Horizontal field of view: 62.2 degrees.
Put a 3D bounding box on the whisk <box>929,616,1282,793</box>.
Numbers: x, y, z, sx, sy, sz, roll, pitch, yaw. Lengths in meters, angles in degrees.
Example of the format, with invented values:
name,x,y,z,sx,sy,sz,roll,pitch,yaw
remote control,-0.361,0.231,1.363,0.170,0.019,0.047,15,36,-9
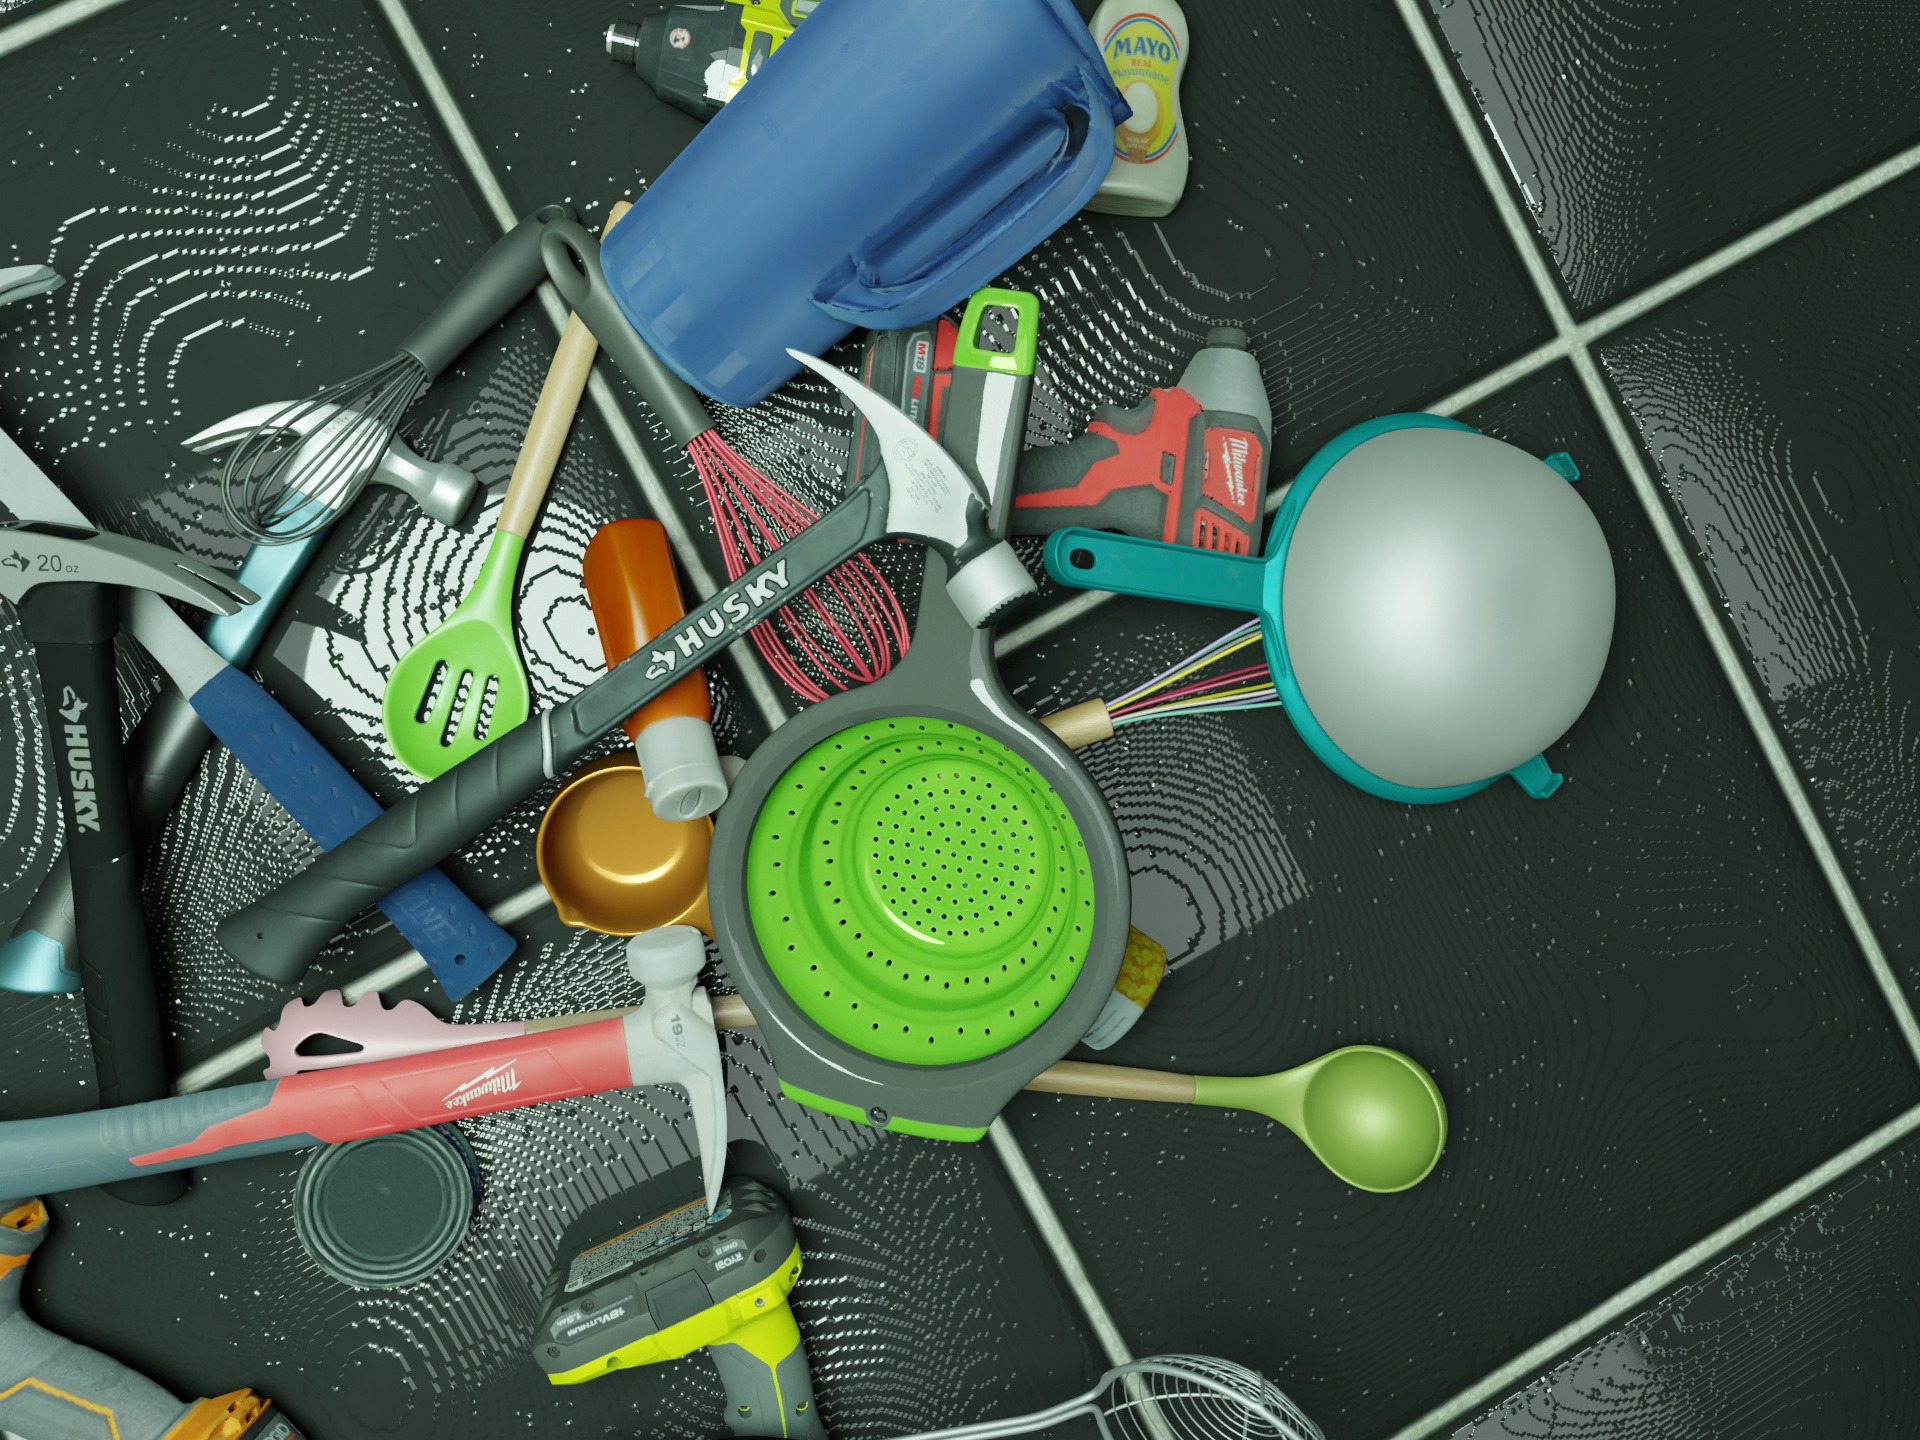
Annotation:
name,x,y,z,sx,sy,sz,roll,pitch,yaw
whisk,0.100,-0.006,0.854,0.245,0.047,0.051,-19,84,-3

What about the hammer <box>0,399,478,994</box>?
name,x,y,z,sx,sy,sz,roll,pitch,yaw
hammer,-0.378,-0.010,0.788,0.128,0.033,0.331,30,86,-8

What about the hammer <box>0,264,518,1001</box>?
name,x,y,z,sx,sy,sz,roll,pitch,yaw
hammer,-0.359,-0.030,0.754,0.144,0.035,0.405,-42,101,-7

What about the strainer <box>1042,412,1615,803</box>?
name,x,y,z,sx,sy,sz,roll,pitch,yaw
strainer,0.209,-0.066,0.795,0.340,0.095,0.211,5,87,-26

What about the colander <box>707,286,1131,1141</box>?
name,x,y,z,sx,sy,sz,roll,pitch,yaw
colander,-0.001,-0.002,0.771,0.204,0.094,0.397,11,101,11

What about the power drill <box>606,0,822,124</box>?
name,x,y,z,sx,sy,sz,roll,pitch,yaw
power drill,-0.078,-0.409,0.810,0.171,0.080,0.223,11,92,-9

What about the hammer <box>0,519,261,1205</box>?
name,x,y,z,sx,sy,sz,roll,pitch,yaw
hammer,-0.391,0.075,0.738,0.146,0.035,0.334,2,107,0

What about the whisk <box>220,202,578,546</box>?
name,x,y,z,sx,sy,sz,roll,pitch,yaw
whisk,-0.268,-0.176,0.777,0.055,0.055,0.239,39,67,-6

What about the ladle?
name,x,y,z,sx,sy,sz,roll,pitch,yaw
ladle,0.100,0.198,0.846,0.320,0.062,0.078,7,96,-5

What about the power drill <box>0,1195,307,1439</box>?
name,x,y,z,sx,sy,sz,roll,pitch,yaw
power drill,-0.450,0.340,0.757,0.226,0.084,0.164,41,85,-2

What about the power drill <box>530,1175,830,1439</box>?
name,x,y,z,sx,sy,sz,roll,pitch,yaw
power drill,-0.126,0.370,0.804,0.190,0.080,0.228,-23,96,-8

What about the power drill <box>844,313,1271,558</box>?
name,x,y,z,sx,sy,sz,roll,pitch,yaw
power drill,0.057,-0.147,0.830,0.219,0.078,0.143,7,89,-11

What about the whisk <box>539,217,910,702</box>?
name,x,y,z,sx,sy,sz,roll,pitch,yaw
whisk,-0.121,-0.126,0.803,0.073,0.073,0.296,-35,95,-7

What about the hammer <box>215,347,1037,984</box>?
name,x,y,z,sx,sy,sz,roll,pitch,yaw
hammer,-0.172,-0.005,0.717,0.409,0.036,0.149,-34,84,8

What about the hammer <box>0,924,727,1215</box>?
name,x,y,z,sx,sy,sz,roll,pitch,yaw
hammer,-0.306,0.198,0.751,0.386,0.038,0.143,-8,102,-11

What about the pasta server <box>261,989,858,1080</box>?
name,x,y,z,sx,sy,sz,roll,pitch,yaw
pasta server,-0.195,0.157,0.820,0.316,0.040,0.060,-5,91,-12

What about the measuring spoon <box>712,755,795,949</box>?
name,x,y,z,sx,sy,sz,roll,pitch,yaw
measuring spoon,-0.107,0.078,0.834,0.034,0.018,0.124,-20,93,-8

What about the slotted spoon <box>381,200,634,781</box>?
name,x,y,z,sx,sy,sz,roll,pitch,yaw
slotted spoon,-0.219,-0.119,0.814,0.070,0.031,0.314,19,85,-14

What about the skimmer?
name,x,y,z,sx,sy,sz,roll,pitch,yaw
skimmer,-0.007,0.363,0.742,0.363,0.090,0.127,-5,127,-8

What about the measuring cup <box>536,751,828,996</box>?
name,x,y,z,sx,sy,sz,roll,pitch,yaw
measuring cup,-0.137,0.085,0.816,0.173,0.052,0.095,41,93,-18
